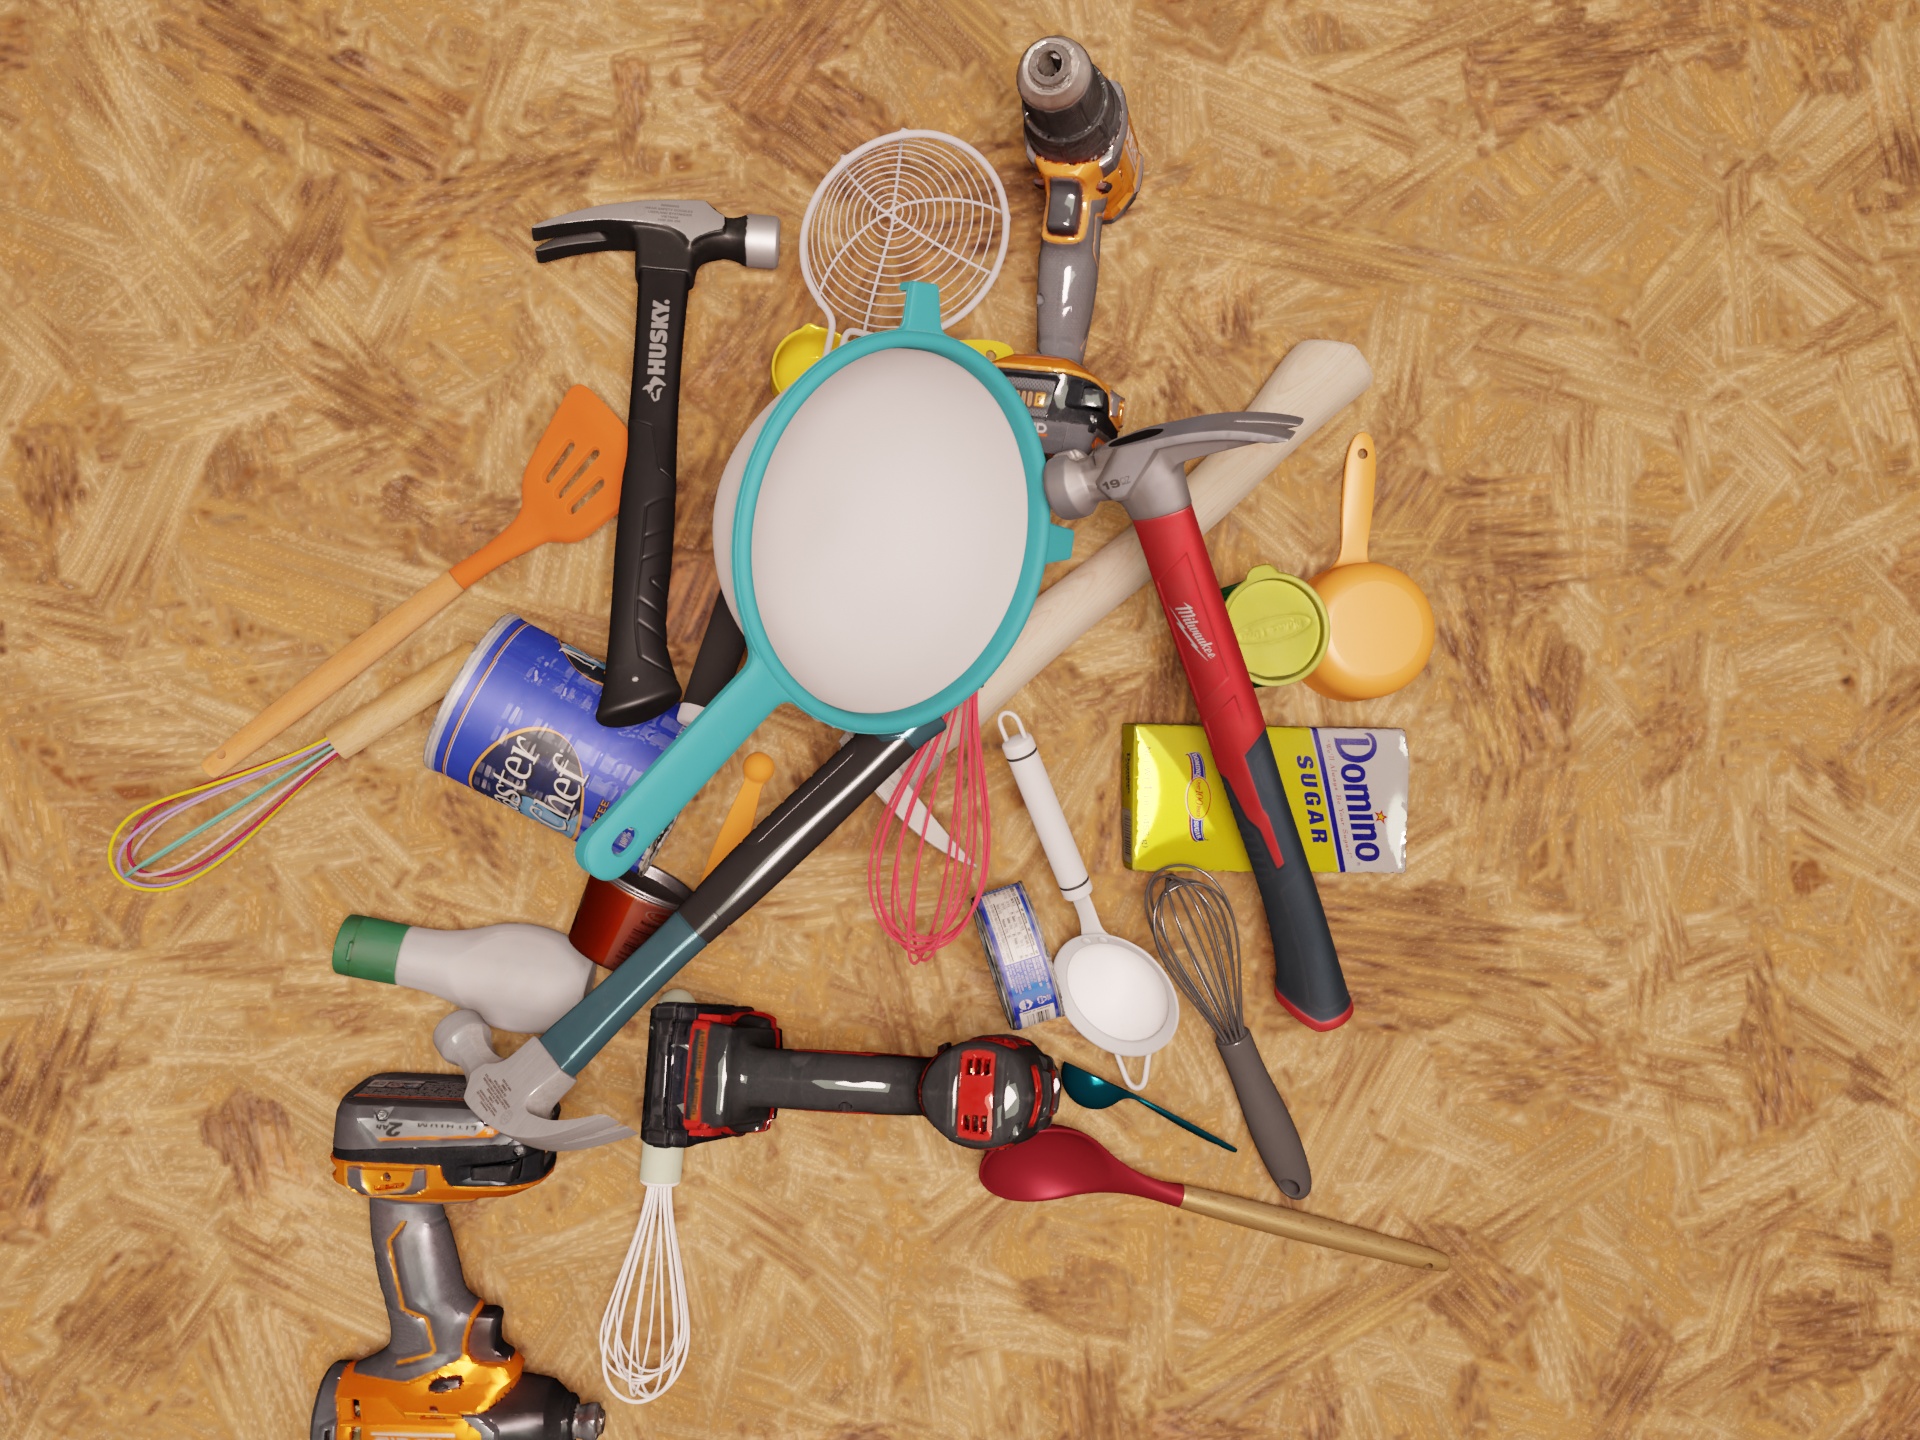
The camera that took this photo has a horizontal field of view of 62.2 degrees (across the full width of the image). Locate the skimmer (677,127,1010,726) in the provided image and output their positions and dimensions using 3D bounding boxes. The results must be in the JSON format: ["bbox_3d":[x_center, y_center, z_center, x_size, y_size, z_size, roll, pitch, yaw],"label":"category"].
[{"bbox_3d":[-0.074,-0.164,0.910,0.127,0.090,0.363,29,73,-37],"label":"skimmer"}]

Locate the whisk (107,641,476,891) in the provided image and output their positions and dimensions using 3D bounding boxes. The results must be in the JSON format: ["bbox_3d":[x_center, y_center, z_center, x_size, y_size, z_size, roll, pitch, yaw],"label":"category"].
[{"bbox_3d":[-0.392,0.024,0.943,0.245,0.051,0.047,-34,87,-8],"label":"whisk"}]

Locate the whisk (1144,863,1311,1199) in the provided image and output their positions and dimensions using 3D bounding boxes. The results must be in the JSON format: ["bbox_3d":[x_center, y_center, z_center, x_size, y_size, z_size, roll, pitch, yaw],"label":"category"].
[{"bbox_3d":[0.172,0.195,0.982,0.055,0.055,0.239,-25,103,-5],"label":"whisk"}]

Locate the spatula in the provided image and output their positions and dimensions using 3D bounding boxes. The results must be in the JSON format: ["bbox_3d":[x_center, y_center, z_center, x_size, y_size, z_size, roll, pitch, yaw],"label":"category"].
[{"bbox_3d":[-0.324,-0.072,0.951,0.322,0.041,0.081,-39,81,-3],"label":"spatula"}]

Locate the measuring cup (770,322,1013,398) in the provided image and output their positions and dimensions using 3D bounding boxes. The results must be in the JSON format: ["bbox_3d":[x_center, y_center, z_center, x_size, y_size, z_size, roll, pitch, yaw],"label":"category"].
[{"bbox_3d":[-0.043,-0.218,0.992,0.156,0.029,0.062,-10,82,-18],"label":"measuring cup"}]

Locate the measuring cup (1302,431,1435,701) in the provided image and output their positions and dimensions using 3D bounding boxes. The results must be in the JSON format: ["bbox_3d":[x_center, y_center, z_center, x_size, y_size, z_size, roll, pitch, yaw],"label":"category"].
[{"bbox_3d":[0.256,-0.098,1.001,0.095,0.052,0.173,3,91,-5],"label":"measuring cup"}]

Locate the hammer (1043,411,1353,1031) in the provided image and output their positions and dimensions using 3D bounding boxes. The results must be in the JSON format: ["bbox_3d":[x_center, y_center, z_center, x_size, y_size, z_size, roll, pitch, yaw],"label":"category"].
[{"bbox_3d":[0.174,0.014,0.906,0.143,0.038,0.386,-8,115,33],"label":"hammer"}]

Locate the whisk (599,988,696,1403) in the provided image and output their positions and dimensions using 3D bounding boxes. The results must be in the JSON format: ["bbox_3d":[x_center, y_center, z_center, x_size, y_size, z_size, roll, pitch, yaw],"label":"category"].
[{"bbox_3d":[-0.181,0.286,0.962,0.059,0.058,0.246,8,85,-40],"label":"whisk"}]

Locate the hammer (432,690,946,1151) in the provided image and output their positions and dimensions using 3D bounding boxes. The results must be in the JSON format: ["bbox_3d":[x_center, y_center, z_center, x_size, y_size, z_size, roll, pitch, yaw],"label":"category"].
[{"bbox_3d":[-0.139,0.103,0.881,0.331,0.033,0.128,-44,55,-7],"label":"hammer"}]

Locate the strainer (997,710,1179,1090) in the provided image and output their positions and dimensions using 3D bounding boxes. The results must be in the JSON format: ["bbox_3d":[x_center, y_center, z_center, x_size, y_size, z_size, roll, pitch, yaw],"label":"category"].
[{"bbox_3d":[0.075,0.106,0.960,0.087,0.050,0.258,-8,115,36],"label":"strainer"}]

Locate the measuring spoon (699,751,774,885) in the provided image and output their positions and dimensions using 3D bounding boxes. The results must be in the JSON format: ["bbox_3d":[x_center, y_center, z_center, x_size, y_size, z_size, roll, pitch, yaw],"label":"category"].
[{"bbox_3d":[-0.141,0.075,0.981,0.021,0.011,0.117,20,88,-5],"label":"measuring spoon"}]

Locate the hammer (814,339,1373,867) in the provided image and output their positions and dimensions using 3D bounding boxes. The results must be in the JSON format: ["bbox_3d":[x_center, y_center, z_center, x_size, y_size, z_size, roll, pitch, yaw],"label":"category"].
[{"bbox_3d":[0.104,-0.087,0.995,0.410,0.038,0.146,-41,94,-5],"label":"hammer"}]

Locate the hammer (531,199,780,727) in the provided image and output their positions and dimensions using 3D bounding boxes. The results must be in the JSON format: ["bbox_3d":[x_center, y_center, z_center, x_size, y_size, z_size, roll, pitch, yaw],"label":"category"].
[{"bbox_3d":[-0.184,-0.156,0.916,0.146,0.035,0.335,3,70,-7],"label":"hammer"}]

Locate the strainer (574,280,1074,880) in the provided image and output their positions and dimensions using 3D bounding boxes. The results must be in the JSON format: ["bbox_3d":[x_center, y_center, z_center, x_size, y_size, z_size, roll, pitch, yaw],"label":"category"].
[{"bbox_3d":[-0.096,-0.059,0.838,0.340,0.095,0.210,-49,130,-18],"label":"strainer"}]

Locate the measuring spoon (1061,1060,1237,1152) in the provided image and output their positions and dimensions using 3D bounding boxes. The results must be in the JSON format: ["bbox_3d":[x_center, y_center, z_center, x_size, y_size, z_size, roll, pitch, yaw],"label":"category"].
[{"bbox_3d":[0.116,0.249,0.992,0.128,0.042,0.021,29,81,-12],"label":"measuring spoon"}]

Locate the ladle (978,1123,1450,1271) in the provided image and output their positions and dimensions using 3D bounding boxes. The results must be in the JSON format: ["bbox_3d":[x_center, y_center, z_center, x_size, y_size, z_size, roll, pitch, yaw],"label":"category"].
[{"bbox_3d":[0.163,0.304,0.998,0.315,0.031,0.069,16,123,-8],"label":"ladle"}]

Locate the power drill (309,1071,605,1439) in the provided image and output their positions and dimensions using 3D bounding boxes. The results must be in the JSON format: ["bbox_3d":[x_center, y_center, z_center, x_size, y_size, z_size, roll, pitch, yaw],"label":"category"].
[{"bbox_3d":[-0.287,0.328,0.928,0.164,0.084,0.226,3,93,-2],"label":"power drill"}]

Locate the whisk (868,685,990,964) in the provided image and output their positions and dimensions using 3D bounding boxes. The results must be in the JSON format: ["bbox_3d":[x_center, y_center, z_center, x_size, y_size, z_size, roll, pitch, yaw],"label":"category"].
[{"bbox_3d":[-0.001,-0.003,0.938,0.073,0.073,0.296,11,84,-5],"label":"whisk"}]

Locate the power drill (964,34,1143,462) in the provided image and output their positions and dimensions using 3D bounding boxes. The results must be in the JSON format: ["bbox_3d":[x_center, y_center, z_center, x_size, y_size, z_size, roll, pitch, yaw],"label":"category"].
[{"bbox_3d":[0.057,-0.264,0.920,0.084,0.185,0.226,8,91,13],"label":"power drill"}]

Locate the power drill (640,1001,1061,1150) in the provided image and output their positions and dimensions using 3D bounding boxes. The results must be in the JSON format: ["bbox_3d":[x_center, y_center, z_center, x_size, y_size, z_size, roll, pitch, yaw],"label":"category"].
[{"bbox_3d":[-0.052,0.210,0.926,0.227,0.187,0.080,1,79,12],"label":"power drill"}]
